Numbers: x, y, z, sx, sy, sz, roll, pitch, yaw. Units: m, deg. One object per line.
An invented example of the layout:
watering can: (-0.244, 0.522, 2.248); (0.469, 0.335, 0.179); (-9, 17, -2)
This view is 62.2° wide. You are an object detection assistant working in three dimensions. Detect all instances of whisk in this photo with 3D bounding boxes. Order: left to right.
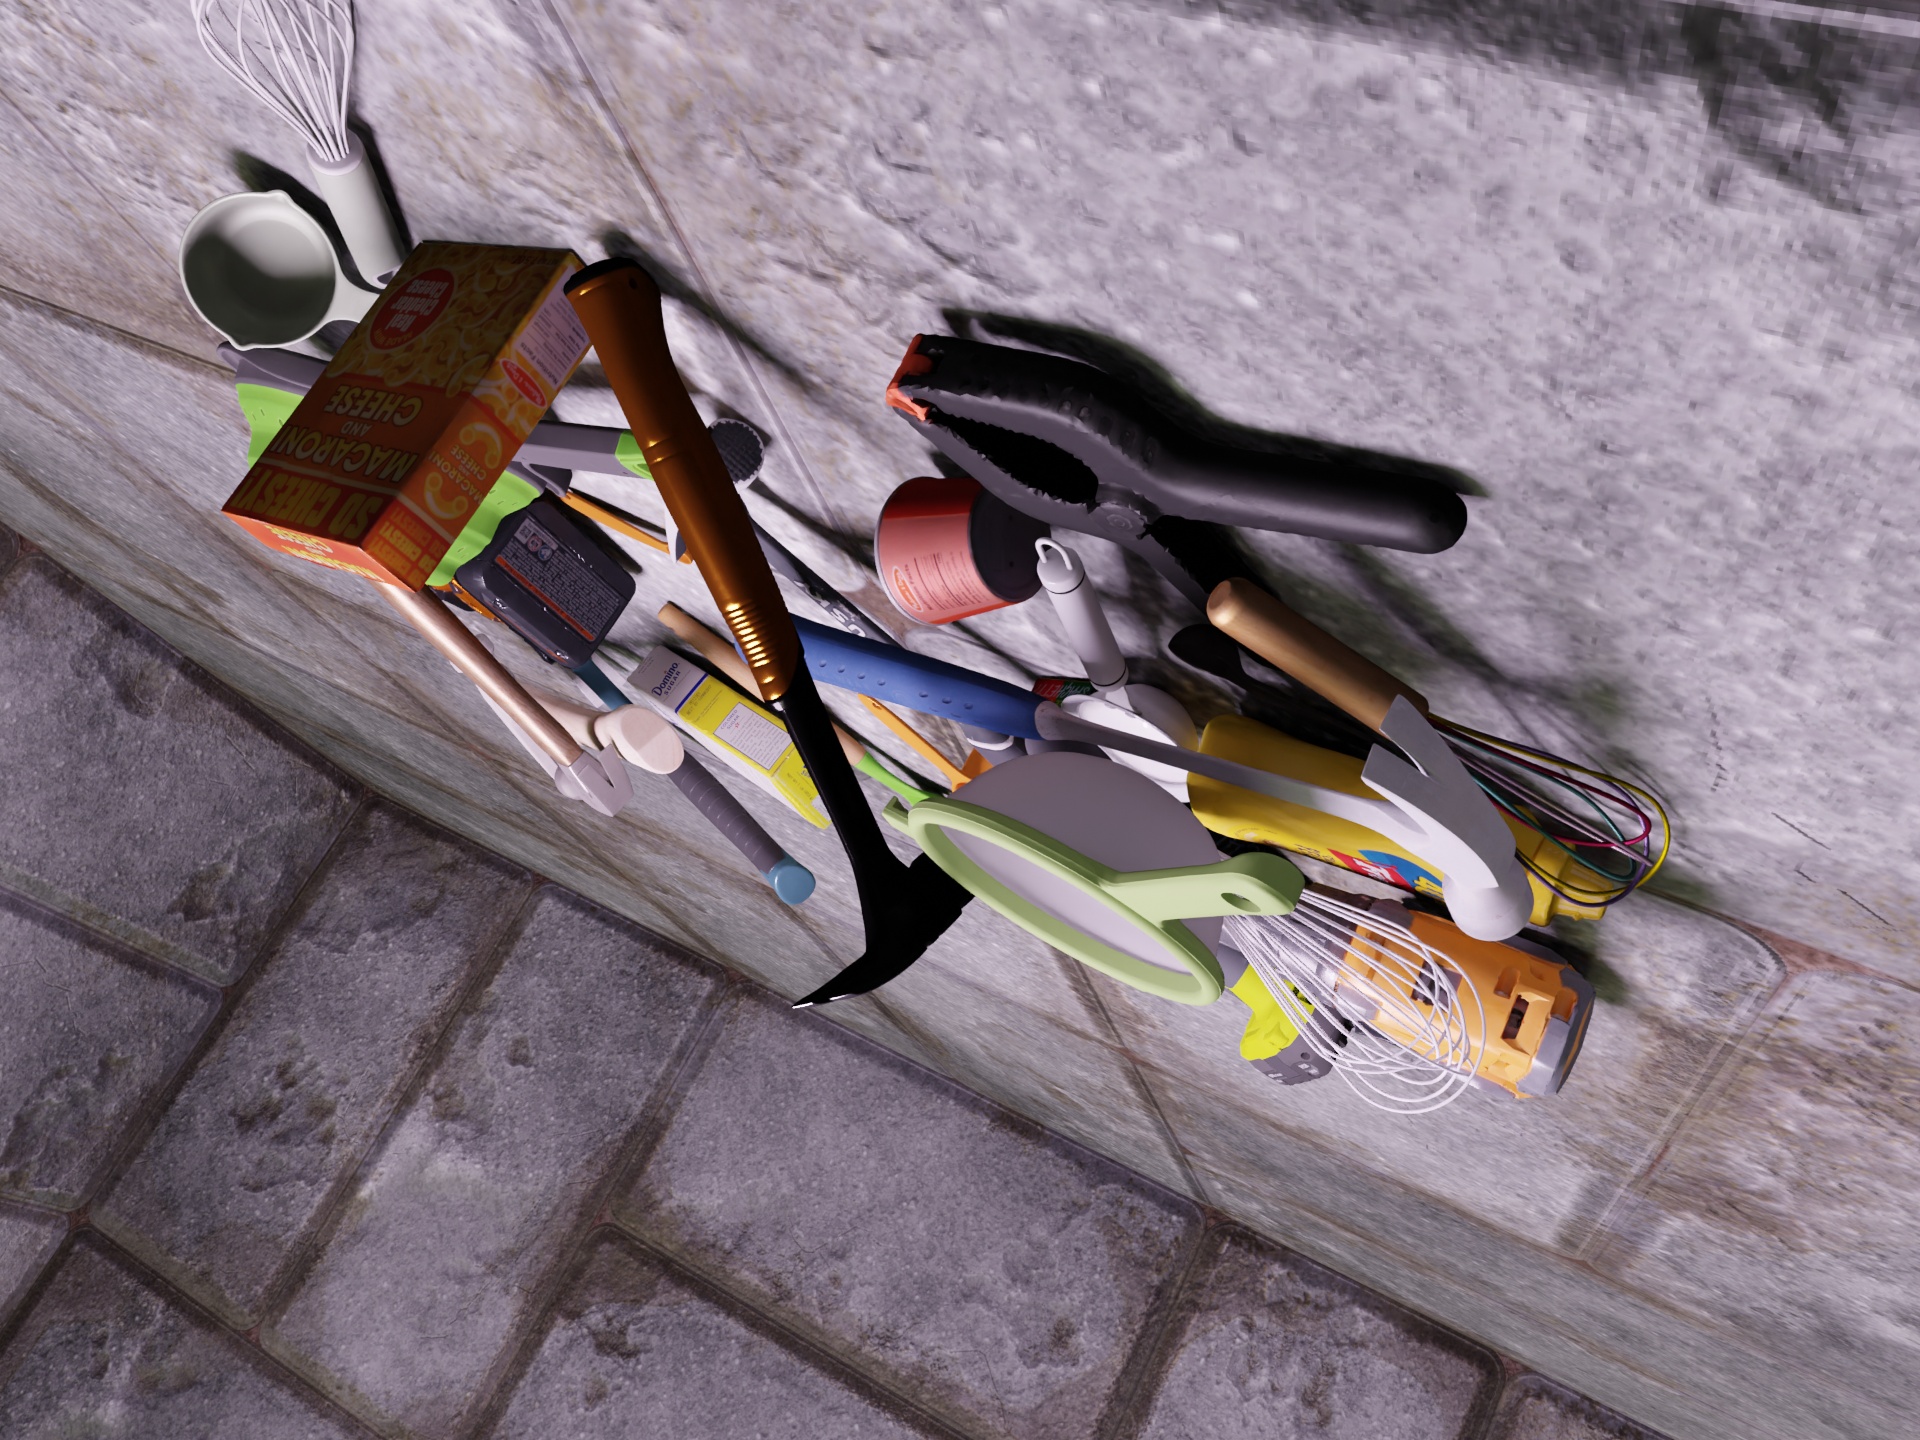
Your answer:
whisk: (-0.275, -0.253, 0.692); (0.059, 0.058, 0.246); (63, 167, 7)
whisk: (0.120, 0.076, 0.731); (0.285, 0.070, 0.070); (39, 173, 40)
whisk: (0.198, 0.006, 0.638); (0.244, 0.051, 0.047); (30, 140, -21)

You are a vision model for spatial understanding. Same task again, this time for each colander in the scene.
colander: (-0.280, -0.122, 0.871); (0.397, 0.094, 0.204); (14, 175, 42)

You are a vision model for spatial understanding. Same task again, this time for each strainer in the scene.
strainer: (0.074, -0.021, 0.760); (0.087, 0.050, 0.258); (25, 165, 27)
strainer: (0.073, 0.048, 0.626); (0.151, 0.069, 0.256); (35, 163, -11)

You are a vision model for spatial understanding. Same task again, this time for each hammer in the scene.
hammer: (-0.337, -0.053, 1.060); (0.331, 0.031, 0.130); (50, 160, -27)
hammer: (-0.293, 0.008, 1.228); (0.146, 0.038, 0.411); (55, 160, -23)
hammer: (-0.233, 0.024, 1.250); (0.331, 0.033, 0.128); (43, 172, 21)
hammer: (-0.093, -0.041, 0.704); (0.034, 0.127, 0.337); (-19, 100, 32)
hammer: (-0.001, -0.003, 0.882); (0.408, 0.036, 0.149); (41, 160, -12)
hammer: (0.047, -0.001, 0.716); (0.406, 0.035, 0.143); (17, 160, 36)

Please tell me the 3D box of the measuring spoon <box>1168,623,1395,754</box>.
measuring spoon: (0.152, -0.015, 0.736); (0.124, 0.018, 0.034); (26, 170, -14)

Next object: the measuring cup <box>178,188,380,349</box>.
measuring cup: (-0.315, -0.220, 0.831); (0.167, 0.083, 0.038); (17, -166, -19)

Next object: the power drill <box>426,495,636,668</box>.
power drill: (-0.330, -0.109, 1.117); (0.227, 0.084, 0.164); (19, 161, 42)

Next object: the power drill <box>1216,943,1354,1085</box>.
power drill: (0.160, 0.160, 1.111); (0.223, 0.080, 0.171); (32, 162, 5)

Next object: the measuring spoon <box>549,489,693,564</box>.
measuring spoon: (-0.213, -0.127, 1.000); (0.117, 0.011, 0.021); (27, 162, 19)

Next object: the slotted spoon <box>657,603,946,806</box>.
slotted spoon: (-0.093, 0.012, 1.167); (0.313, 0.031, 0.070); (38, 162, -20)

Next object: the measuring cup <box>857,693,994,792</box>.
measuring cup: (0.014, 0.016, 0.971); (0.173, 0.052, 0.095); (39, 160, -22)

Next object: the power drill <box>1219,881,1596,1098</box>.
power drill: (0.227, 0.130, 0.816); (0.185, 0.084, 0.226); (21, 177, 25)
